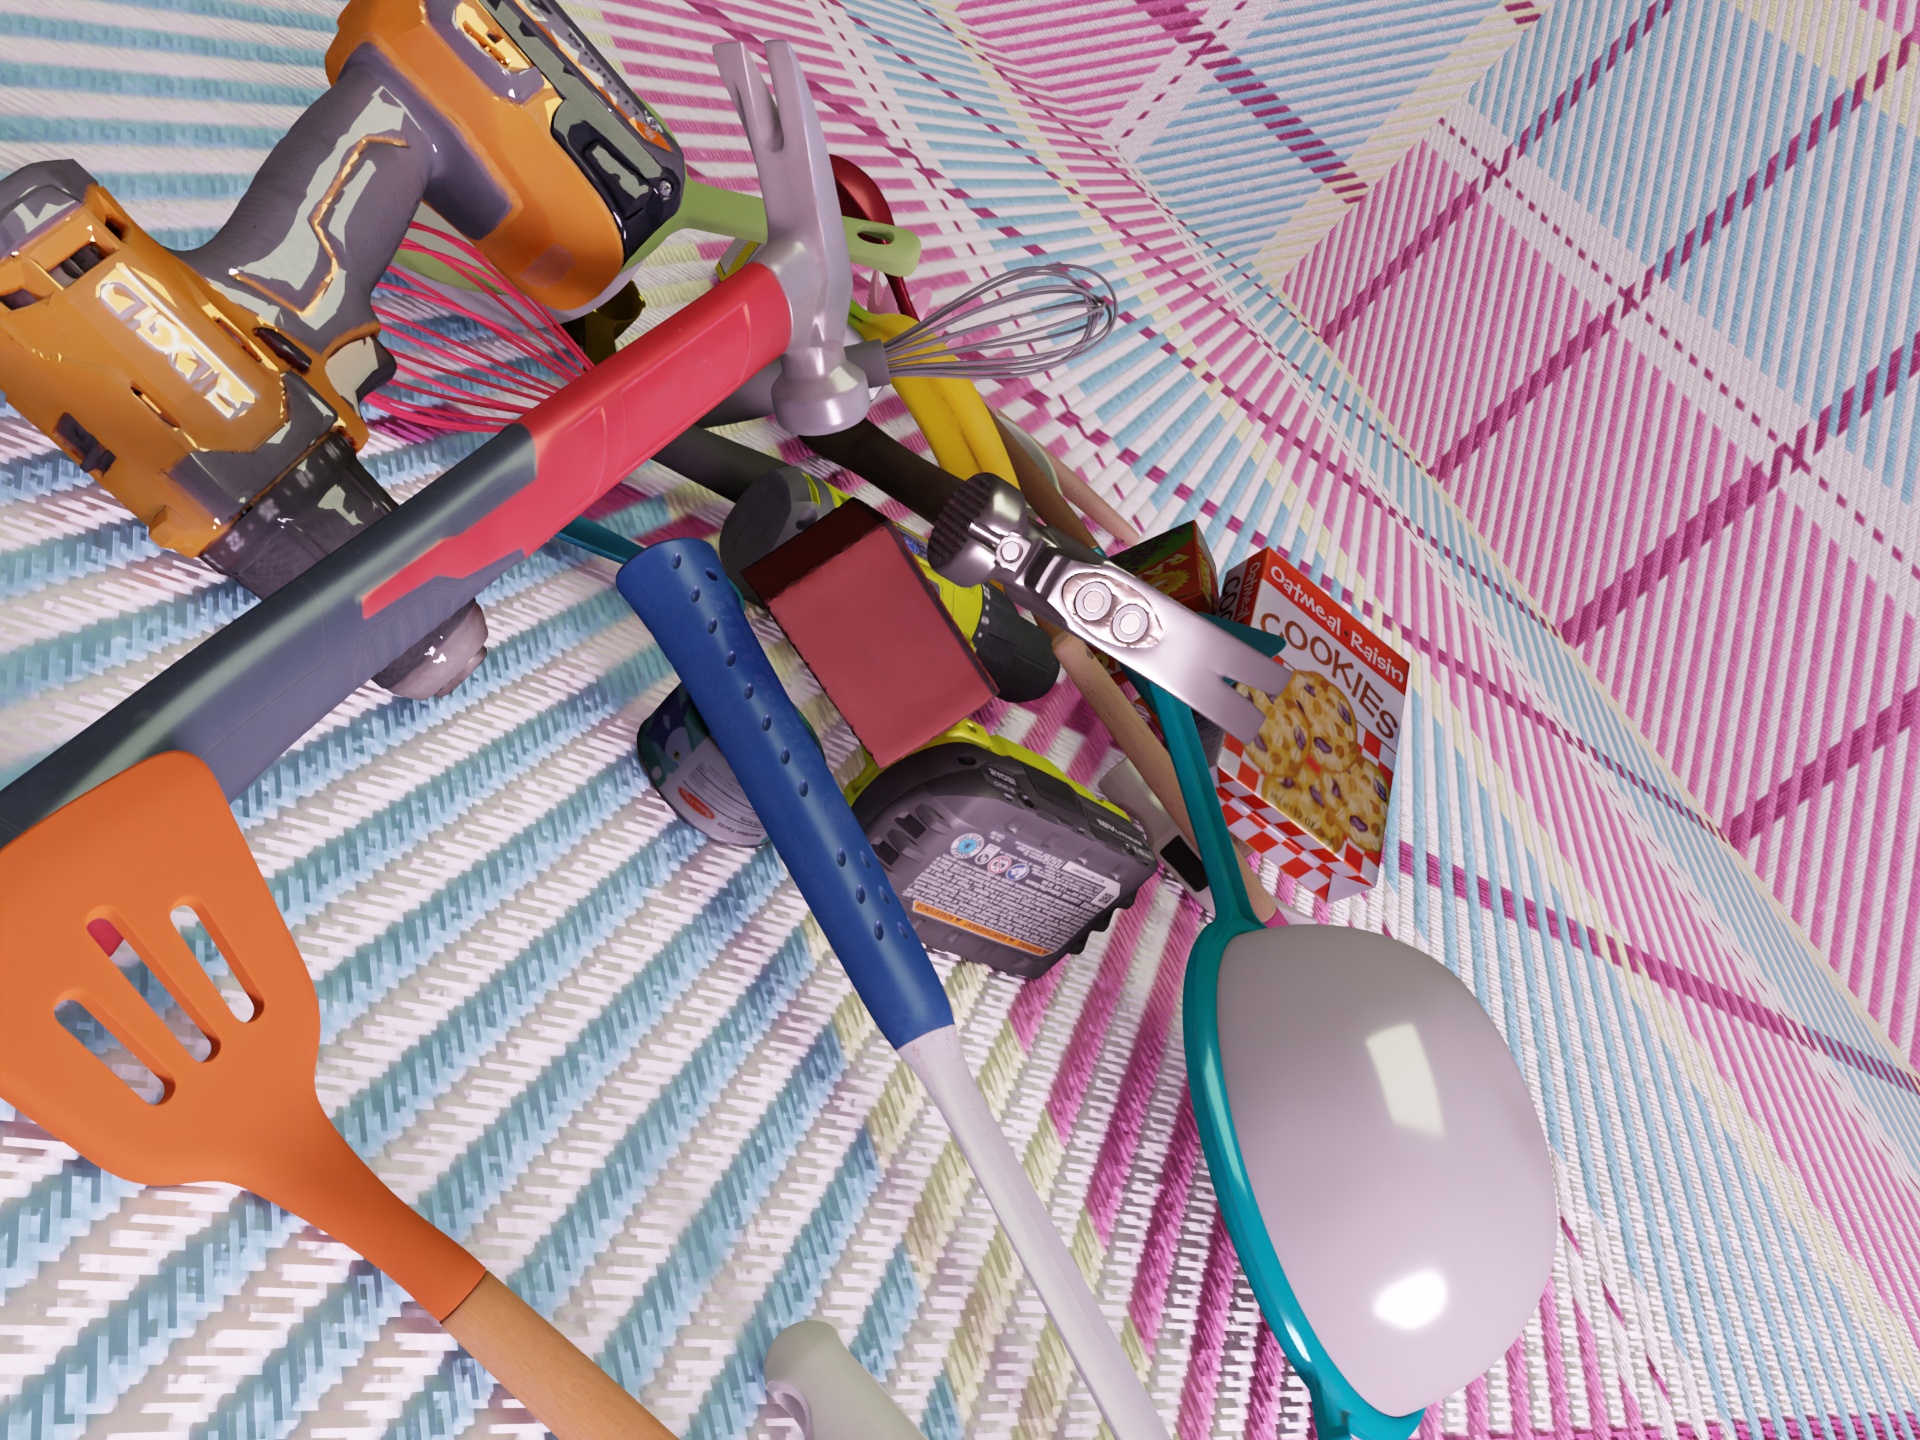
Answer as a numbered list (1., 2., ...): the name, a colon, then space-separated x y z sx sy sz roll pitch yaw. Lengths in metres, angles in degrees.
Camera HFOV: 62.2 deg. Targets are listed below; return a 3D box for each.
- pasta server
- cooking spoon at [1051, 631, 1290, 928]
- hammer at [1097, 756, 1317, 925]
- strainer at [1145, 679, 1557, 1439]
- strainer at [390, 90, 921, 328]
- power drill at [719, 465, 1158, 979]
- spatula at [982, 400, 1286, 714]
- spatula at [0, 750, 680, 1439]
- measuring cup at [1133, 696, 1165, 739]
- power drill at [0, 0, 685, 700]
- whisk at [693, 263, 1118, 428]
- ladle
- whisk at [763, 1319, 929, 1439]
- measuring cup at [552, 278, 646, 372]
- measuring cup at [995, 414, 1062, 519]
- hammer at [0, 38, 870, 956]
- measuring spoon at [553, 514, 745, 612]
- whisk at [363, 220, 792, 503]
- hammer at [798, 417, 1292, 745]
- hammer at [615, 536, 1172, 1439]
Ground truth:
1. pasta server: 0.040 -0.204 1.103 0.060 0.040 0.316 24 -6 46
2. cooking spoon: 0.138 0.078 0.792 0.318 0.017 0.069 52 31 -21
3. hammer: 0.191 0.061 0.971 0.130 0.031 0.331 51 24 13
4. strainer: 0.160 0.107 0.649 0.210 0.095 0.341 16 55 -60
5. strainer: -0.149 -0.218 0.720 0.256 0.069 0.152 9 56 -9
6. power drill: -0.001 -0.002 0.705 0.190 0.080 0.229 26 28 -38
7. spatula: 0.063 -0.120 0.926 0.318 0.082 0.044 54 -12 30
8. spatula: -0.092 0.146 0.360 0.322 0.041 0.081 45 47 -6
9. measuring cup: 0.165 -0.012 1.009 0.052 0.095 0.173 60 6 7
10. power drill: -0.183 -0.133 0.522 0.185 0.084 0.226 47 52 -21
11. whisk: -0.039 -0.179 0.778 0.055 0.239 0.055 168 -92 -87
12. ladle: -0.007 -0.182 0.920 0.315 0.031 0.069 65 -3 -10
13. whisk: 0.038 0.241 0.382 0.246 0.057 0.059 42 52 21
14. measuring cup: -0.178 -0.168 0.754 0.062 0.029 0.157 21 46 -42
15. measuring cup: 0.016 -0.124 0.989 0.083 0.038 0.168 33 43 -21
16. hammer: -0.136 -0.080 0.467 0.386 0.038 0.143 -54 143 -46
17. measuring spoon: -0.149 -0.066 0.645 0.128 0.021 0.042 25 31 -21
18. whisk: -0.154 -0.134 0.680 0.295 0.073 0.073 19 35 -50
19. hammer: 0.001 -0.094 0.726 0.146 0.038 0.411 29 8 -24
20. hammer: -0.003 0.112 0.513 0.144 0.035 0.406 -5 60 -55
